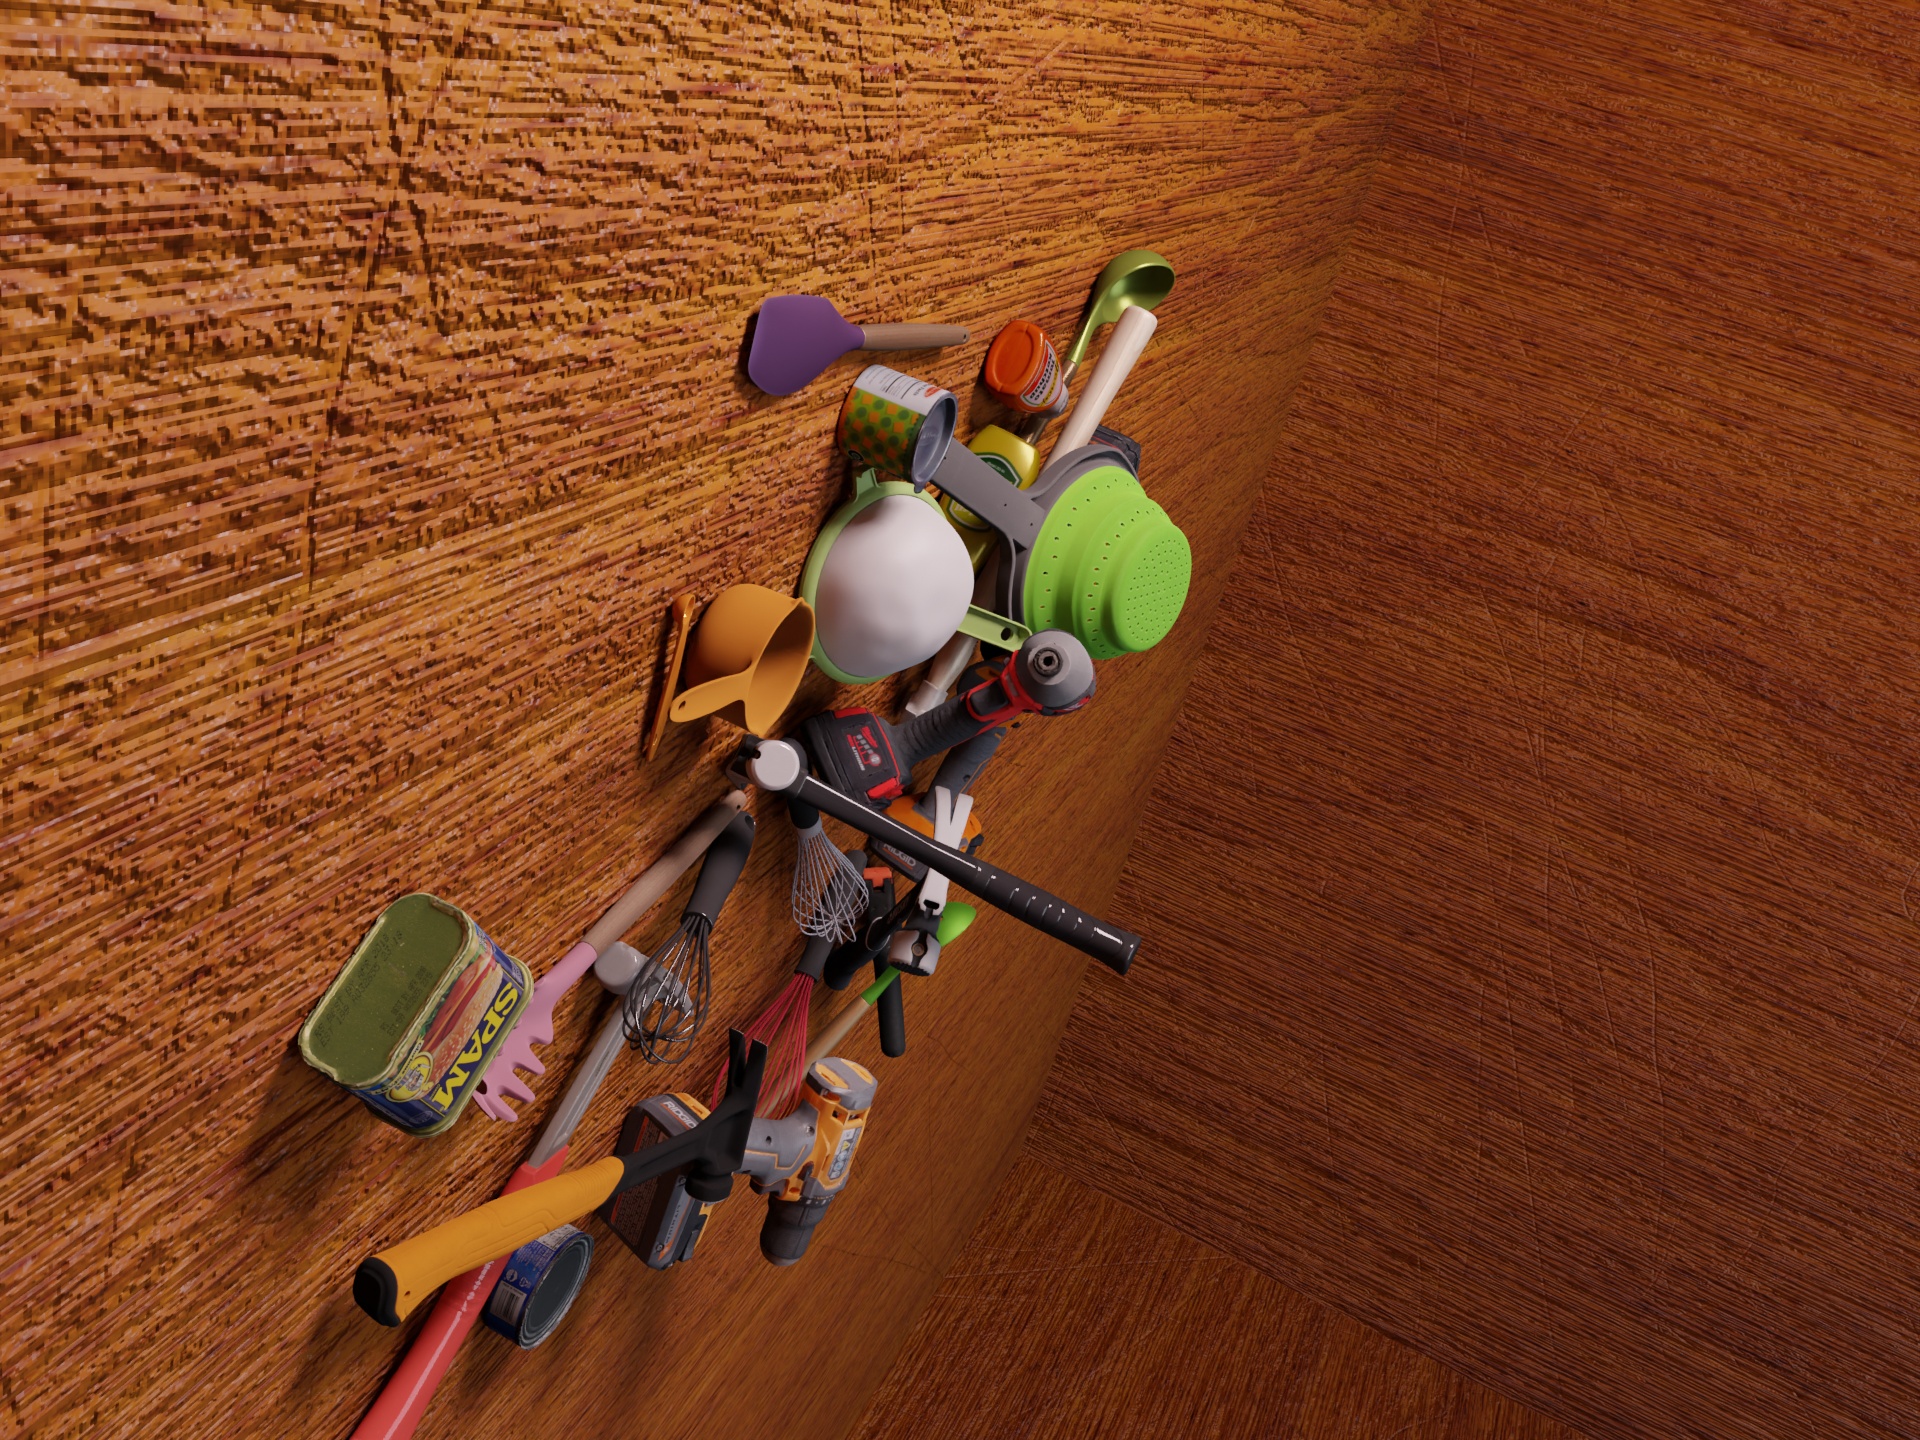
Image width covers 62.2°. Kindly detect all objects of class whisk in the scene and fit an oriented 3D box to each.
[{"bbox_3d":[-0.144,0.243,1.403,0.073,0.073,0.296,86,24,-61],"label":"whisk"},{"bbox_3d":[-0.172,0.136,1.058,0.239,0.055,0.055,-75,179,-55],"label":"whisk"},{"bbox_3d":[-0.119,0.097,1.272,0.070,0.070,0.284,-58,158,-29],"label":"whisk"}]

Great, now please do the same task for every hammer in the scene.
[{"bbox_3d":[-0.287,0.319,1.034,0.359,0.037,0.149,-62,165,-19],"label":"hammer"},{"bbox_3d":[-0.014,0.097,1.118,0.035,0.334,0.146,-64,-163,-8],"label":"hammer"},{"bbox_3d":[-0.066,0.173,1.358,0.409,0.036,0.149,130,-22,-67],"label":"hammer"},{"bbox_3d":[-0.239,0.293,1.007,0.336,0.034,0.127,-7,115,-62],"label":"hammer"},{"bbox_3d":[0.057,-0.169,1.358,0.410,0.038,0.146,-61,-177,1],"label":"hammer"}]

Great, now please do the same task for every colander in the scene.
[{"bbox_3d":[0.086,-0.142,1.263,0.396,0.095,0.204,27,87,-55],"label":"colander"}]

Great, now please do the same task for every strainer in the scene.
[{"bbox_3d":[-0.007,-0.079,1.167,0.256,0.069,0.151,17,96,-51],"label":"strainer"}]

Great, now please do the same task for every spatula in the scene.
[{"bbox_3d":[-0.057,-0.243,1.019,0.316,0.018,0.059,-33,141,-64],"label":"spatula"}]

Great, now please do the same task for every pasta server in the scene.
[{"bbox_3d":[-0.213,0.132,1.004,0.316,0.040,0.060,-50,148,-51],"label":"pasta server"}]

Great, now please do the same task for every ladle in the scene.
[{"bbox_3d":[0.099,-0.295,1.436,0.320,0.062,0.078,-60,166,-15],"label":"ladle"}]

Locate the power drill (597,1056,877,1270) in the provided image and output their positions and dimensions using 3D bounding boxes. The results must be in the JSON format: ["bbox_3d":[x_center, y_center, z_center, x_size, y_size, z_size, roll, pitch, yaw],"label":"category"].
[{"bbox_3d":[-0.177,0.372,1.279,0.226,0.084,0.185,3,111,-51],"label":"power drill"}]

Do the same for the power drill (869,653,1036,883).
[{"bbox_3d":[0.014,0.036,1.523,0.226,0.084,0.164,-61,165,18],"label":"power drill"}]

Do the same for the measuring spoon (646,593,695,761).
[{"bbox_3d":[-0.177,-0.025,0.950,0.021,0.011,0.116,-68,178,-62],"label":"measuring spoon"}]

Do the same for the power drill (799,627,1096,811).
[{"bbox_3d":[-0.002,-0.004,1.206,0.219,0.078,0.143,-24,173,4],"label":"power drill"}]

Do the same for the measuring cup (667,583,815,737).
[{"bbox_3d":[-0.148,-0.032,0.951,0.173,0.052,0.095,-32,143,-66],"label":"measuring cup"}]

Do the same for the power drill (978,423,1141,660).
[{"bbox_3d":[0.085,-0.167,1.551,0.227,0.080,0.187,-53,161,-35],"label":"power drill"}]

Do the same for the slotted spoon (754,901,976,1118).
[{"bbox_3d":[-0.106,0.278,1.471,0.314,0.031,0.070,-46,-161,-5],"label":"slotted spoon"}]
